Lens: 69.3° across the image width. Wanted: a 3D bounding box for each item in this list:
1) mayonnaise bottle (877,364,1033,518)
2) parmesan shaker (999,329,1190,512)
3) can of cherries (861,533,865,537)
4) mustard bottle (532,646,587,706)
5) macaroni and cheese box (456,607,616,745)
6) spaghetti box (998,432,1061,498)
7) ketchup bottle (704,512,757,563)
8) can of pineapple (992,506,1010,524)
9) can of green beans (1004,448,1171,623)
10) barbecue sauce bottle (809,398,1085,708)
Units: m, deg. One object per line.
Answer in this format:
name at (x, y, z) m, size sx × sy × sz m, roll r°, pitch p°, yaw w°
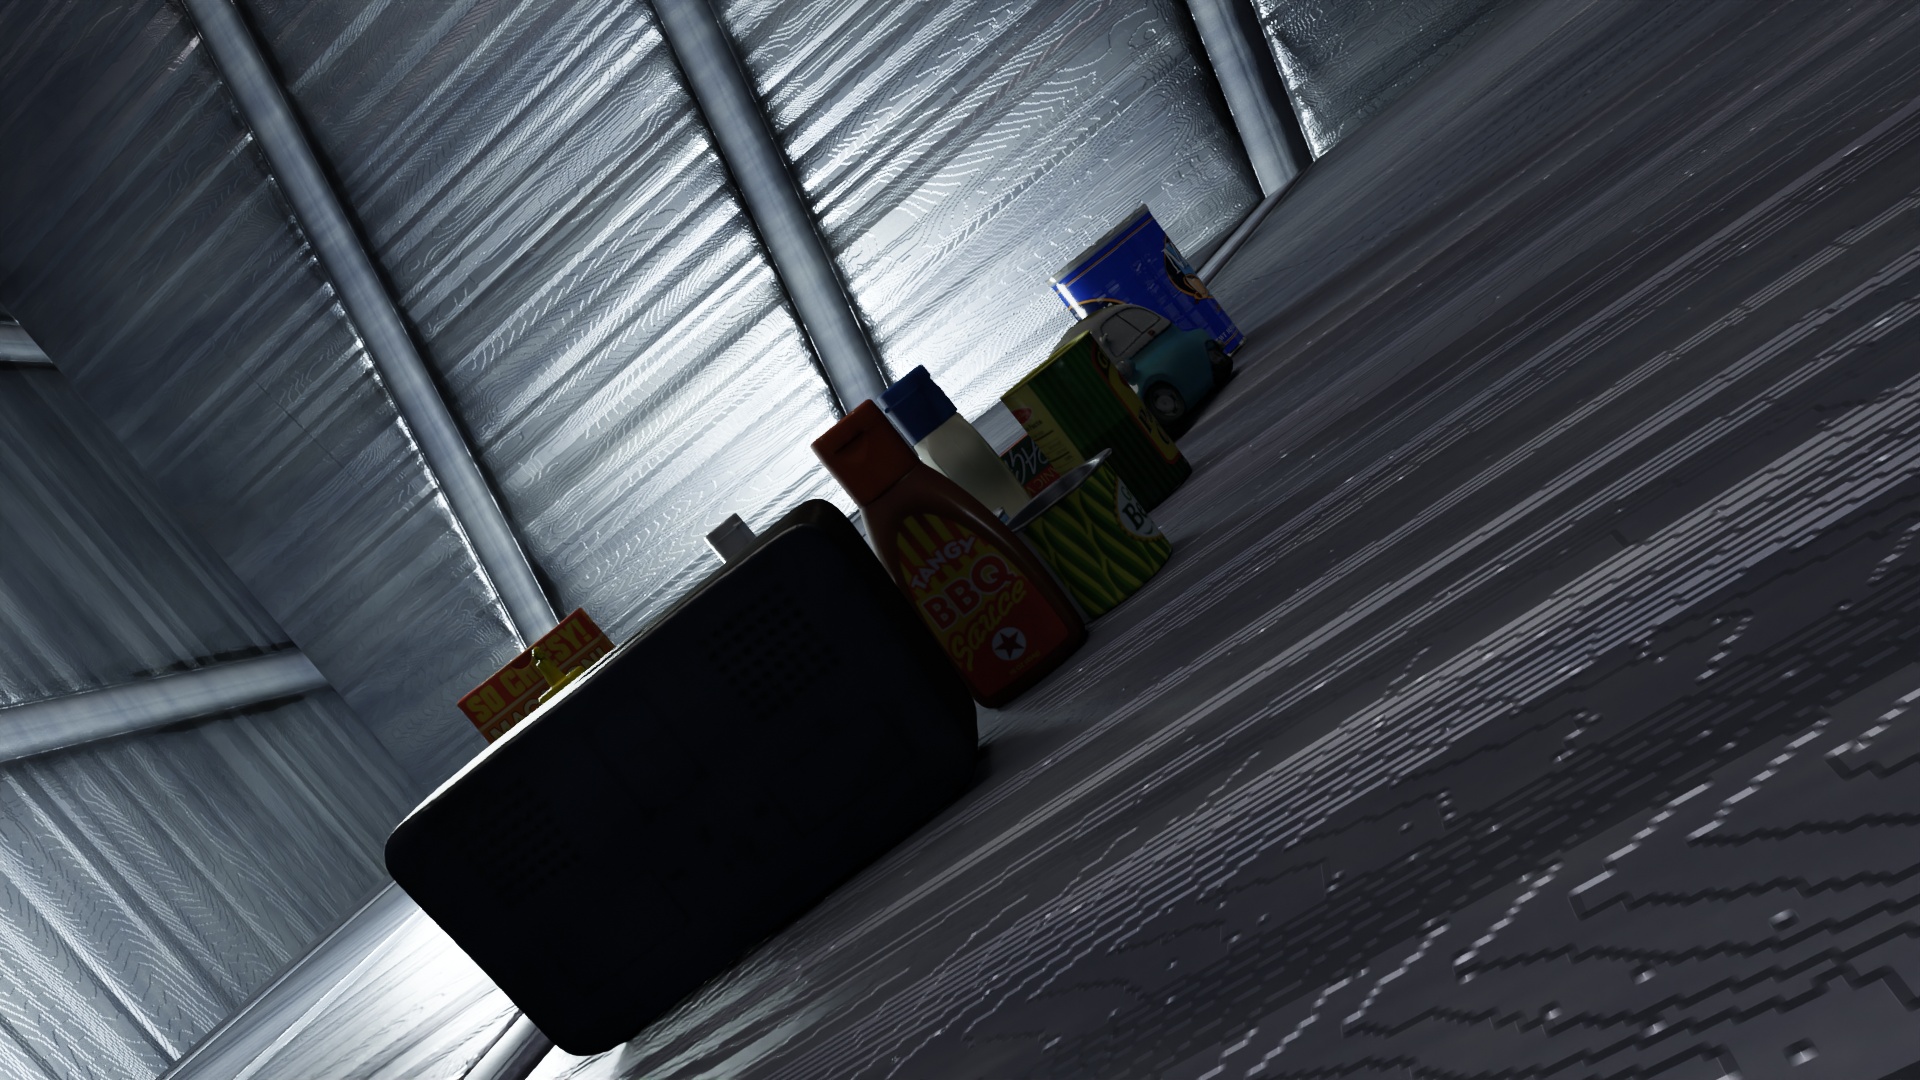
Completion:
mayonnaise bottle at (0.008, -0.041, 0.863) m, size 0.041 × 0.148 × 0.065 m, roll -39°, pitch 6°, yaw -4°
parmesan shaker at (0.080, -0.064, 0.823) m, size 0.071 × 0.103 × 0.071 m, roll -38°, pitch 6°, yaw 5°
can of cherries at (-0.101, 0.037, 1.328) m, size 0.071 × 0.058 × 0.071 m, roll -38°, pitch 6°, yaw 5°
mustard bottle at (-0.257, 0.140, 1.002) m, size 0.048 × 0.160 × 0.065 m, roll -36°, pitch 6°, yaw 18°
macaroni and cheese box at (-0.310, 0.157, 1.145) m, size 0.124 × 0.166 × 0.040 m, roll -39°, pitch 6°, yaw -8°
spaghetti box at (0.003, -0.014, 1.144) m, size 0.251 × 0.050 × 0.028 m, roll -40°, pitch 6°, yaw -17°
ketchup bottle at (-0.162, 0.043, 1.208) m, size 0.043 × 0.148 × 0.065 m, roll -34°, pitch 7°, yaw 36°
can of pineapple at (0.017, 0.024, 0.762) m, size 0.071 × 0.058 × 0.071 m, roll -38°, pitch 6°, yaw 5°
can of green beans at (0.061, 0.000, 0.680) m, size 0.071 × 0.058 × 0.071 m, roll -38°, pitch 6°, yaw 5°
barbecue sauce bottle at (-0.010, 0.003, 0.641) m, size 0.065 × 0.148 × 0.044 m, roll -38°, pitch 6°, yaw 7°
